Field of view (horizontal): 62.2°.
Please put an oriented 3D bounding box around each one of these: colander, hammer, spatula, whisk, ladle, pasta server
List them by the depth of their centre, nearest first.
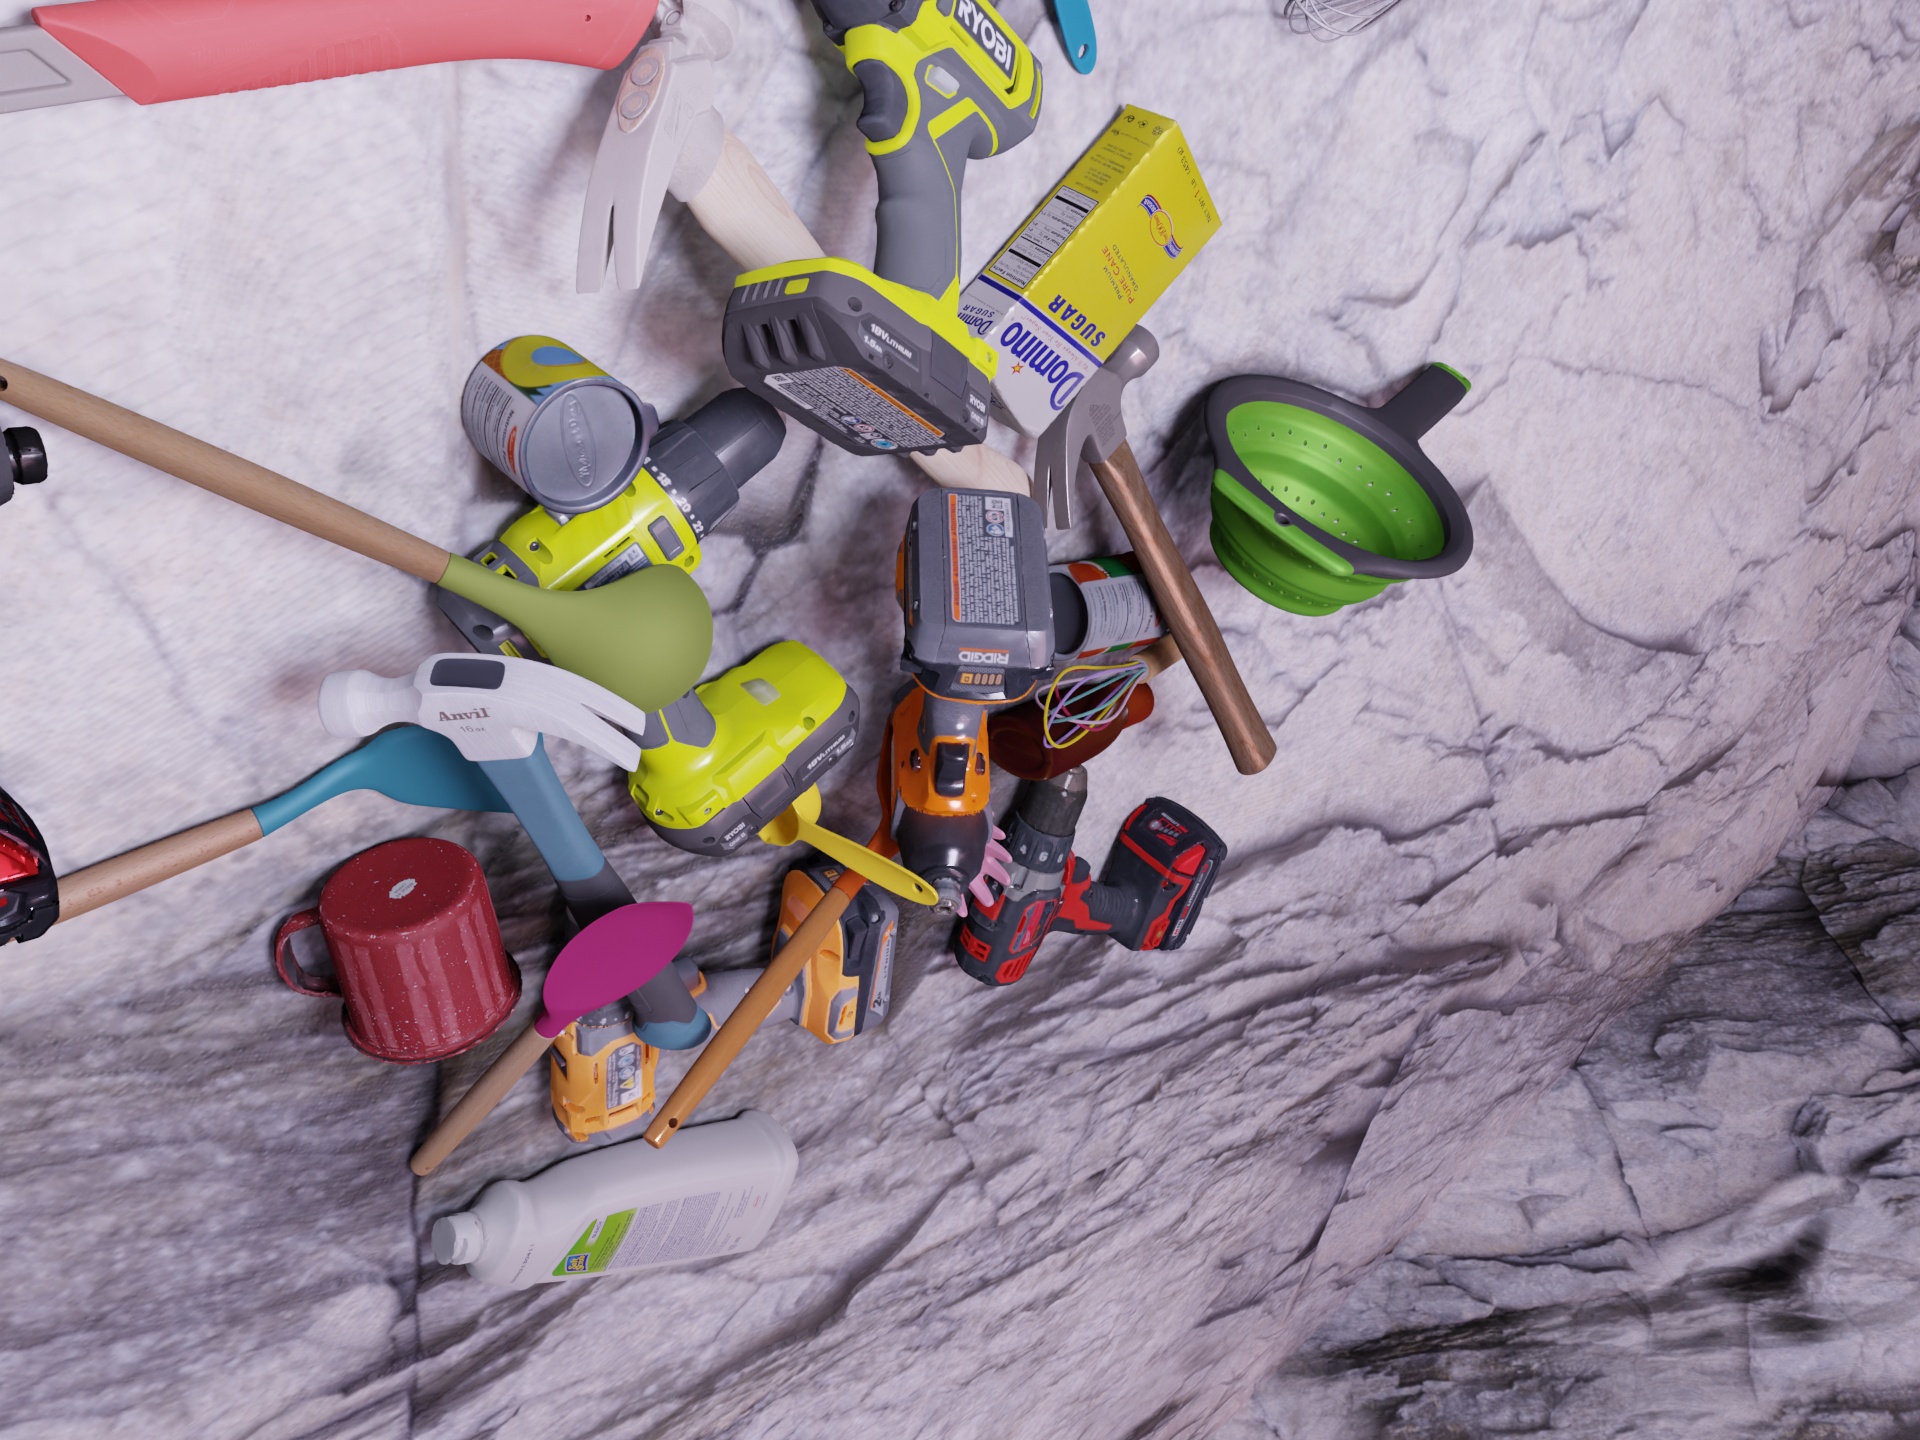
[{"bbox_3d":[-0.272,-0.249,0.562,0.359,0.037,0.149,-25,136,-32],"label":"hammer"},{"bbox_3d":[-0.245,-0.080,0.673,0.320,0.062,0.078,25,106,-32],"label":"ladle"},{"bbox_3d":[-0.347,0.065,0.735,0.317,0.044,0.082,-25,152,-31],"label":"spatula"},{"bbox_3d":[-0.190,0.080,0.805,0.128,0.033,0.330,-5,141,7],"label":"hammer"},{"bbox_3d":[-0.051,-0.178,0.825,0.410,0.038,0.146,40,59,-57],"label":"hammer"},{"bbox_3d":[-0.091,0.124,0.962,0.081,0.041,0.323,52,55,-21],"label":"spatula"},{"bbox_3d":[0.282,-0.461,0.988,0.246,0.059,0.058,-27,174,-36],"label":"whisk"},{"bbox_3d":[0.140,-0.087,1.052,0.130,0.031,0.331,-49,127,-25],"label":"hammer"},{"bbox_3d":[0.002,0.007,1.076,0.060,0.040,0.316,-20,133,-22],"label":"pasta server"},{"bbox_3d":[0.118,-0.034,1.123,0.051,0.047,0.245,-25,-178,35],"label":"whisk"},{"bbox_3d":[0.282,-0.173,1.154,0.397,0.204,0.094,-38,163,-48],"label":"colander"}]

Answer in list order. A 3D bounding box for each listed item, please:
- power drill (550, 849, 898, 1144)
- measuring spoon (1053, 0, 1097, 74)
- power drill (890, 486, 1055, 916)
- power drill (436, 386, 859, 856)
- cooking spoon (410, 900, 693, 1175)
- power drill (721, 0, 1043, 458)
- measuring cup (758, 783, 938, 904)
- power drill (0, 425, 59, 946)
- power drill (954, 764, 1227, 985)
[{"bbox_3d":[-0.152,0.153,0.999,0.226,0.084,0.185,-17,130,-33],"label":"power drill"},{"bbox_3d":[0.047,-0.383,0.821,0.042,0.021,0.128,-50,153,-5],"label":"measuring spoon"},{"bbox_3d":[-0.001,-0.003,0.916,0.084,0.164,0.226,3,141,-6],"label":"power drill"},{"bbox_3d":[-0.140,-0.049,0.841,0.190,0.080,0.228,-41,140,-13],"label":"power drill"},{"bbox_3d":[-0.236,0.177,0.864,0.068,0.017,0.318,4,142,-42],"label":"cooking spoon"},{"bbox_3d":[-0.035,-0.248,0.725,0.171,0.080,0.223,24,70,-54],"label":"power drill"},{"bbox_3d":[-0.070,0.066,0.948,0.029,0.157,0.062,-40,147,-41],"label":"measuring cup"},{"bbox_3d":[-0.405,-0.015,0.583,0.143,0.079,0.219,-17,128,-39],"label":"power drill"},{"bbox_3d":[0.107,0.111,1.250,0.226,0.080,0.187,-2,120,-44],"label":"power drill"}]
